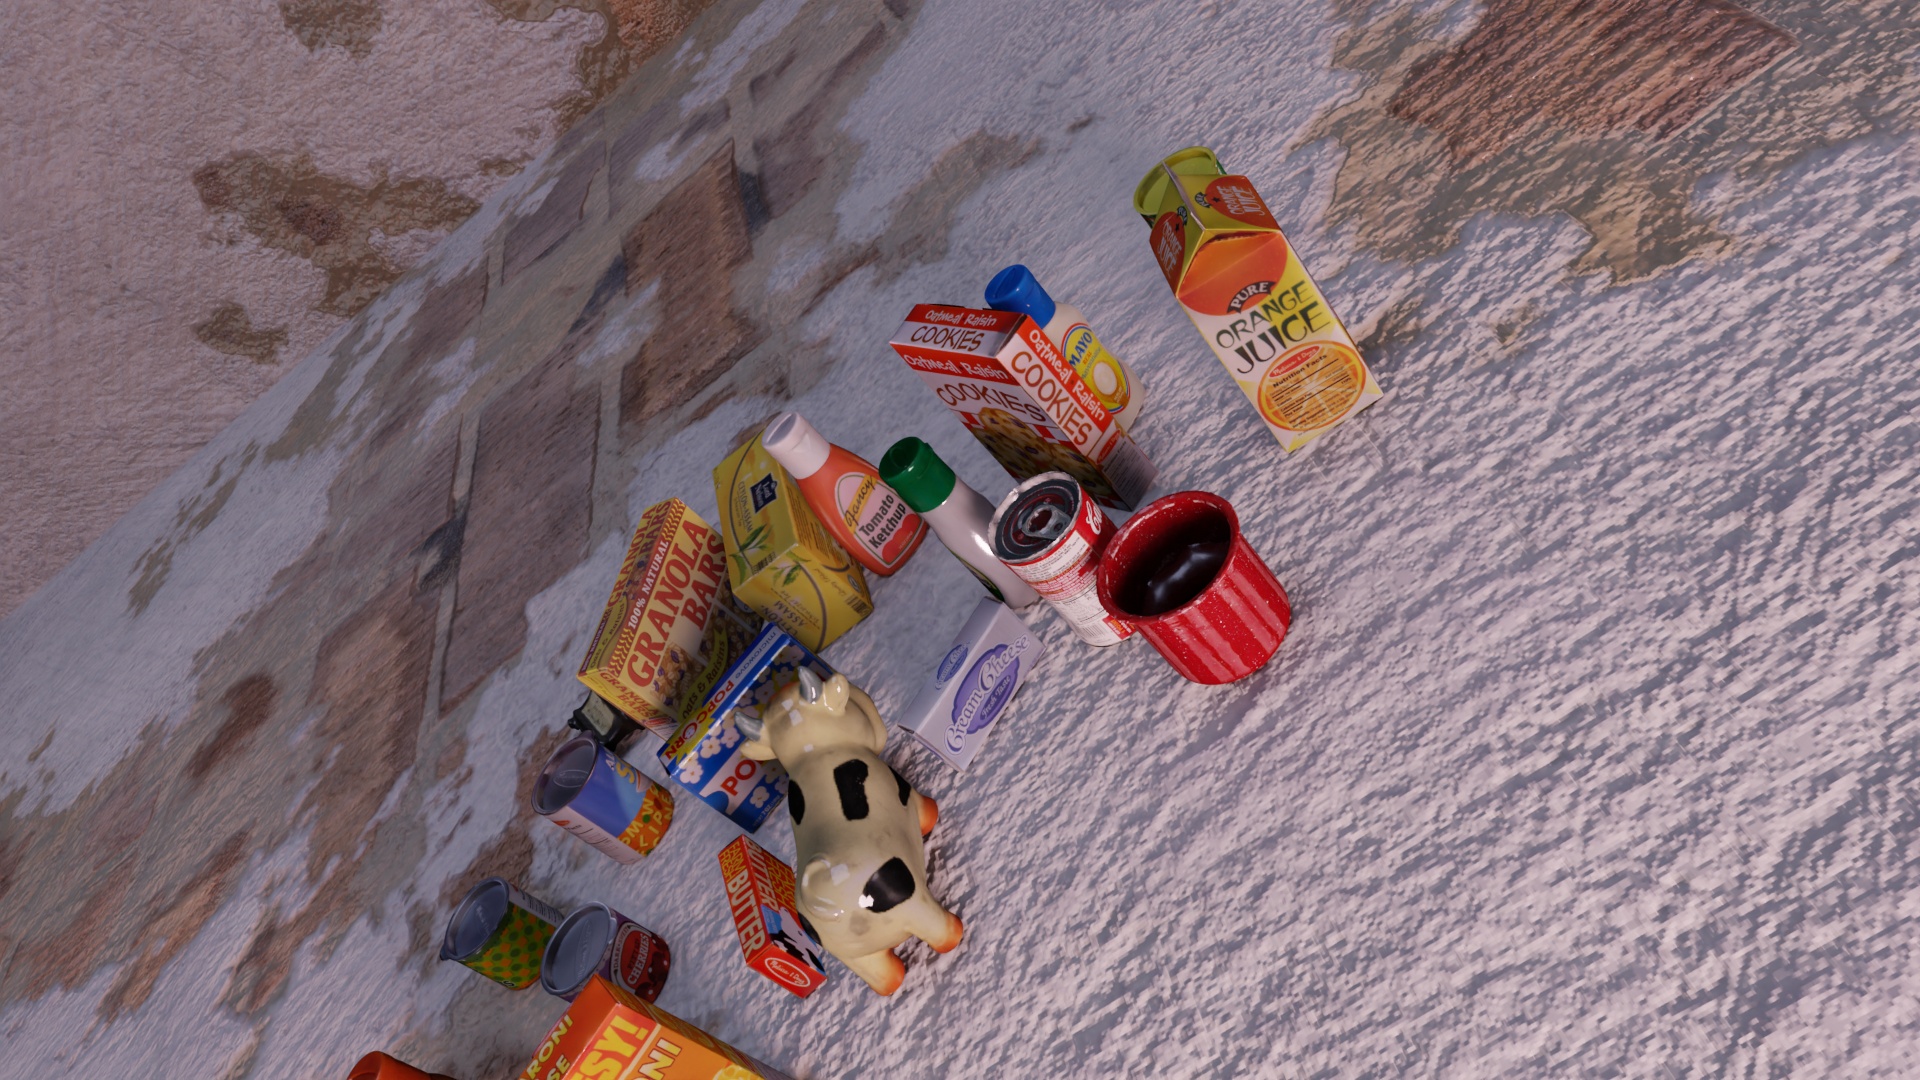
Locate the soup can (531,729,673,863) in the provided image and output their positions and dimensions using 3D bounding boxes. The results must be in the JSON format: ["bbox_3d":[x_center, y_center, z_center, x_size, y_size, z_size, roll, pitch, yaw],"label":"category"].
[{"bbox_3d":[-0.267,0.194,1.049,0.071,0.083,0.072,-27,39,24],"label":"soup can"}]

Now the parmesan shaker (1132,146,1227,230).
[{"bbox_3d":[0.182,-0.225,1.008,0.071,0.103,0.072,-27,39,24],"label":"parmesan shaker"}]

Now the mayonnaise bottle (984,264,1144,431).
[{"bbox_3d":[0.073,-0.132,0.984,0.041,0.147,0.065,4,58,47],"label":"mayonnaise bottle"}]

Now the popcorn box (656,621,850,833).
[{"bbox_3d":[-0.140,0.132,0.984,0.127,0.085,0.038,-50,35,-7],"label":"popcorn box"}]

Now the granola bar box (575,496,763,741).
[{"bbox_3d":[-0.220,0.068,1.095,0.039,0.124,0.166,-18,43,34],"label":"granola bar box"}]

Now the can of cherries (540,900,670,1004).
[{"bbox_3d":[-0.240,0.289,0.948,0.071,0.058,0.072,-27,39,24],"label":"can of cherries"}]

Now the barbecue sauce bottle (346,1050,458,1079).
[{"bbox_3d":[-0.313,0.364,0.867,0.064,0.148,0.044,-19,43,32],"label":"barbecue sauce bottle"}]

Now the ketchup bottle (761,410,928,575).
[{"bbox_3d":[-0.089,-0.039,1.050,0.065,0.148,0.043,-54,36,-12],"label":"ketchup bottle"}]

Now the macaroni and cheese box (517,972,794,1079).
[{"bbox_3d":[-0.170,0.324,0.747,0.040,0.166,0.124,18,68,52],"label":"macaroni and cheese box"}]

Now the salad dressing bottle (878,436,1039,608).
[{"bbox_3d":[0.003,-0.012,0.931,0.044,0.147,0.064,-43,35,4],"label":"salad dressing bottle"}]

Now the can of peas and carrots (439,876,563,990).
[{"bbox_3d":[-0.343,0.297,1.043,0.071,0.058,0.071,-27,39,24],"label":"can of peas and carrots"}]

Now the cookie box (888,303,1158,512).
[{"bbox_3d":[0.044,-0.093,0.956,0.123,0.167,0.040,17,67,52],"label":"cookie box"}]

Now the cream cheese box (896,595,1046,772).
[{"bbox_3d":[0.009,0.093,0.901,0.024,0.053,0.104,16,67,52],"label":"cream cheese box"}]

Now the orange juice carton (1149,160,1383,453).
[{"bbox_3d":[0.180,-0.150,0.856,0.073,0.192,0.072,-32,37,18],"label":"orange juice carton"}]

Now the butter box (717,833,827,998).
[{"bbox_3d":[-0.121,0.238,0.885,0.024,0.053,0.104,-41,35,6],"label":"butter box"}]
